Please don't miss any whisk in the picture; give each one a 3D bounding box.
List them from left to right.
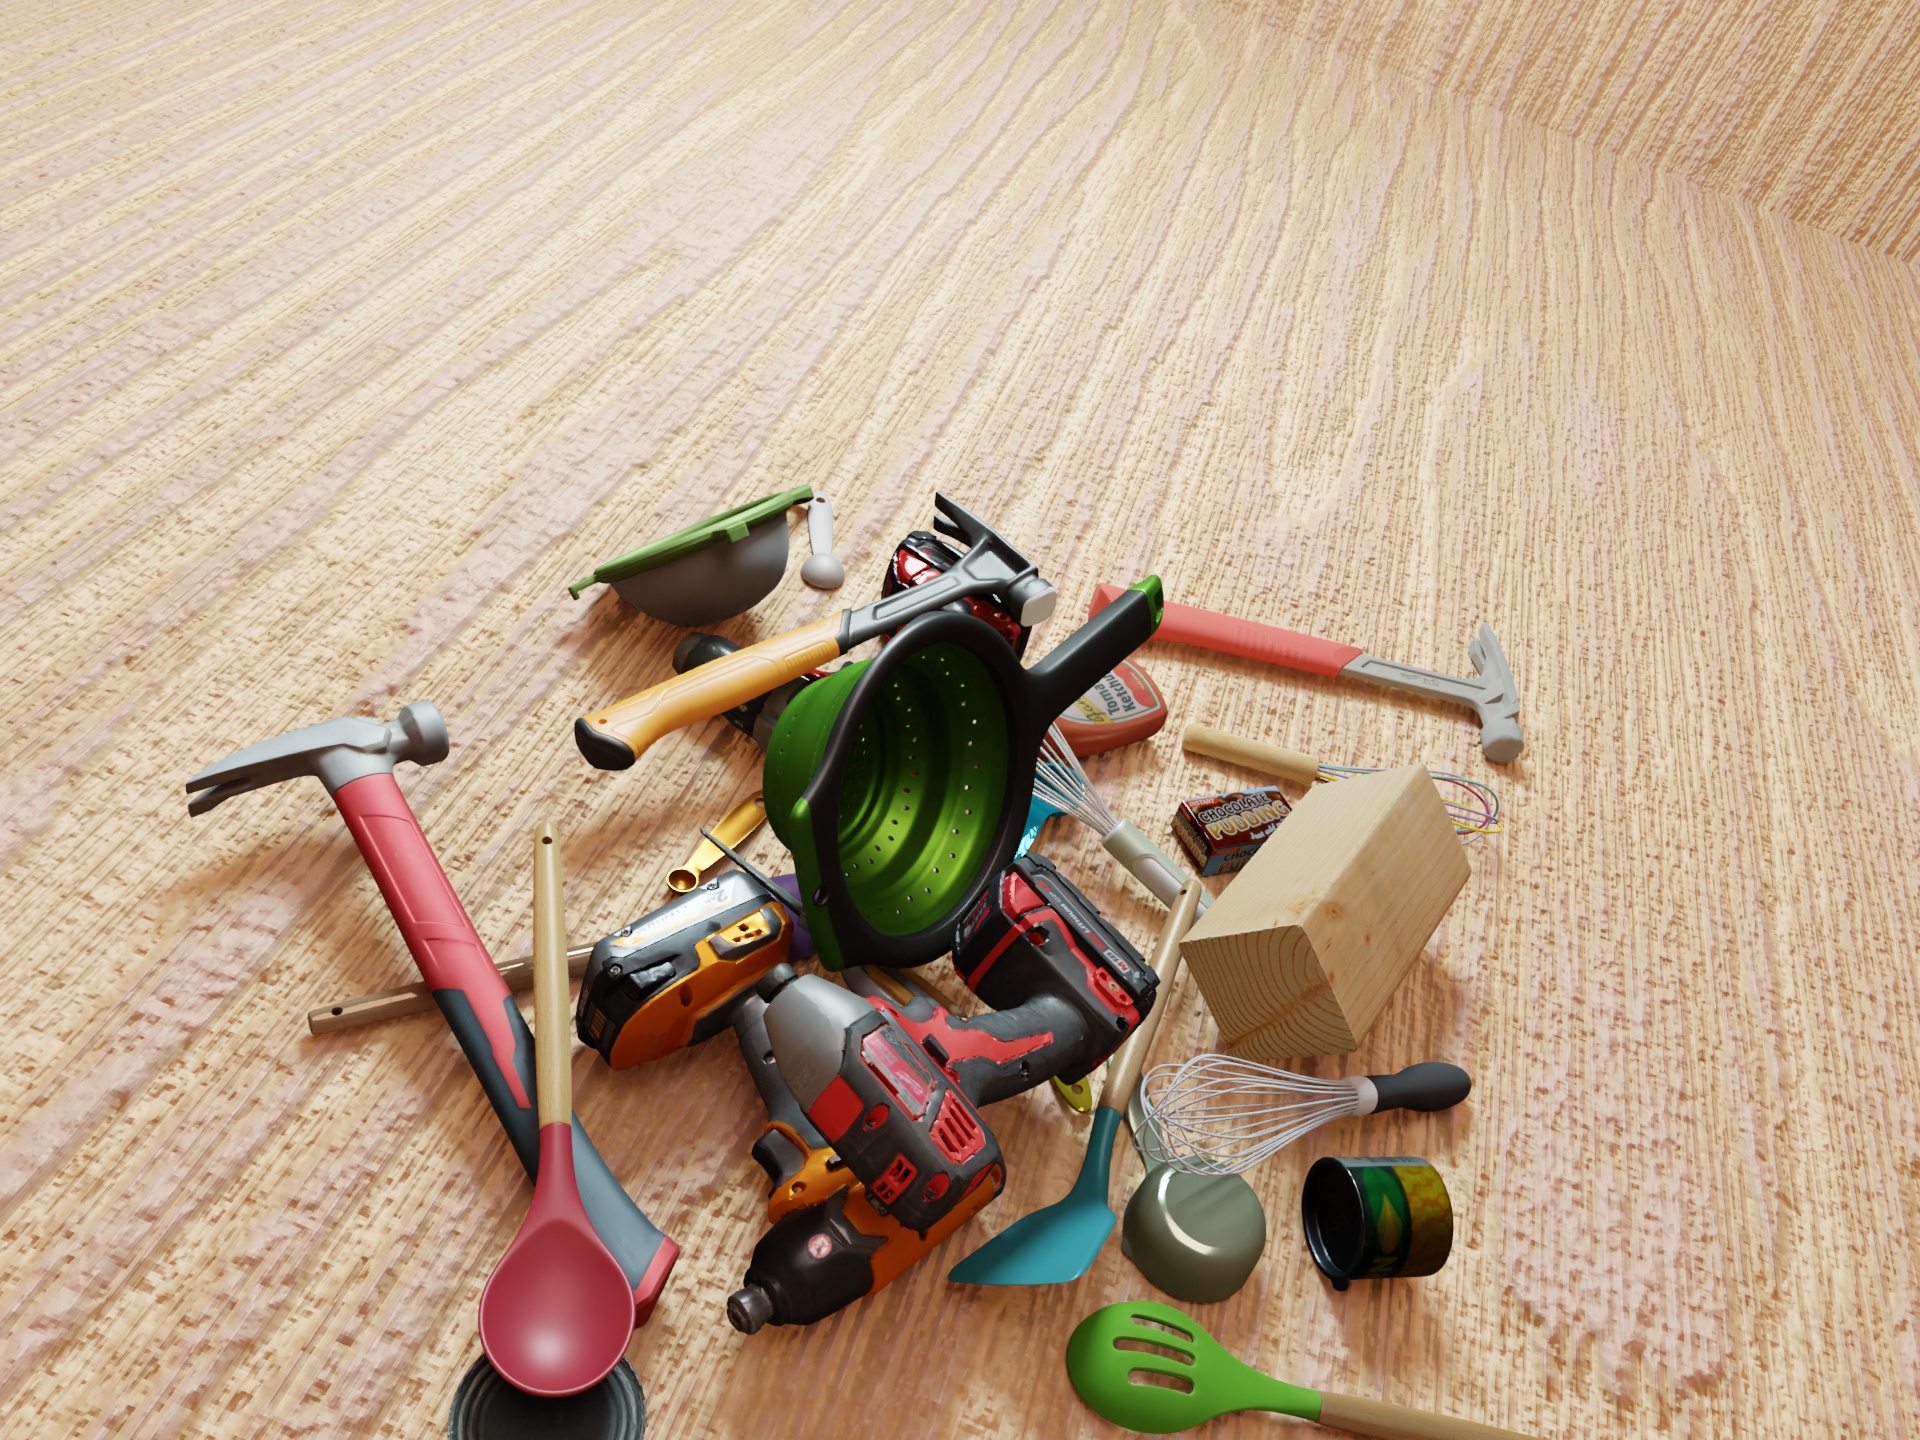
[{"bbox_3d":[0.096,0.068,1.054,0.246,0.058,0.059,43,16,7],"label":"whisk"},{"bbox_3d":[0.207,0.221,0.922,0.284,0.070,0.070,5,41,-38],"label":"whisk"},{"bbox_3d":[0.284,0.044,1.178,0.245,0.051,0.047,16,47,1],"label":"whisk"}]

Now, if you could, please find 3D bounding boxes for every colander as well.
[{"bbox_3d":[-0.002,-0.003,0.981,0.094,0.204,0.397,11,33,34],"label":"colander"}]

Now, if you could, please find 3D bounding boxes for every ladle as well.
[{"bbox_3d":[-0.203,0.179,0.790,0.069,0.031,0.316,3,49,-19],"label":"ladle"}]

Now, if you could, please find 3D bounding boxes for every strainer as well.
[{"bbox_3d":[-0.161,-0.121,1.175,0.151,0.069,0.256,-16,12,25],"label":"strainer"}]

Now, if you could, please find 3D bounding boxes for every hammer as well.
[{"bbox_3d":[-0.270,0.151,0.834,0.143,0.038,0.387,-20,60,-32],"label":"hammer"},{"bbox_3d":[-0.102,-0.055,1.048,0.337,0.034,0.127,-26,54,-28],"label":"hammer"},{"bbox_3d":[0.280,-0.061,1.292,0.359,0.036,0.149,13,42,-8],"label":"hammer"}]

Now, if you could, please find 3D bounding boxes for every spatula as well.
[{"bbox_3d":[-0.206,0.137,0.913,0.315,0.018,0.060,-9,57,-29],"label":"spatula"},{"bbox_3d":[0.089,0.198,0.914,0.044,0.082,0.318,56,41,-25],"label":"spatula"}]

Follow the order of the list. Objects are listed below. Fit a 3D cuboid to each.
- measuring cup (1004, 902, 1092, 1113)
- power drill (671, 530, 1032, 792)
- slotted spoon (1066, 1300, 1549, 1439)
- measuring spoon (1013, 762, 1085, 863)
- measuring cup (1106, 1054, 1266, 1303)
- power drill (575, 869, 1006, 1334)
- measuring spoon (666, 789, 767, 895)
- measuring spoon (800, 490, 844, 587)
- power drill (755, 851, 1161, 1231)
[{"bbox_3d":[0.051,0.166,0.967,0.062,0.029,0.157,-3,44,-23],"label":"measuring cup"},{"bbox_3d":[-0.071,-0.044,1.117,0.188,0.080,0.227,31,46,14],"label":"power drill"},{"bbox_3d":[0.208,0.358,0.824,0.313,0.031,0.070,15,41,-6],"label":"slotted spoon"},{"bbox_3d":[0.042,0.078,1.074,0.042,0.021,0.129,30,52,12],"label":"measuring spoon"},{"bbox_3d":[0.119,0.244,0.903,0.083,0.038,0.168,-1,46,-21],"label":"measuring cup"},{"bbox_3d":[-0.104,0.201,0.834,0.164,0.084,0.227,-27,64,-40],"label":"power drill"},{"bbox_3d":[-0.149,0.077,1.007,0.021,0.011,0.117,28,39,11],"label":"measuring spoon"},{"bbox_3d":[-0.109,-0.149,1.255,0.034,0.018,0.124,7,42,-13],"label":"measuring spoon"},{"bbox_3d":[-0.002,0.155,0.826,0.143,0.078,0.219,45,34,15],"label":"power drill"}]
